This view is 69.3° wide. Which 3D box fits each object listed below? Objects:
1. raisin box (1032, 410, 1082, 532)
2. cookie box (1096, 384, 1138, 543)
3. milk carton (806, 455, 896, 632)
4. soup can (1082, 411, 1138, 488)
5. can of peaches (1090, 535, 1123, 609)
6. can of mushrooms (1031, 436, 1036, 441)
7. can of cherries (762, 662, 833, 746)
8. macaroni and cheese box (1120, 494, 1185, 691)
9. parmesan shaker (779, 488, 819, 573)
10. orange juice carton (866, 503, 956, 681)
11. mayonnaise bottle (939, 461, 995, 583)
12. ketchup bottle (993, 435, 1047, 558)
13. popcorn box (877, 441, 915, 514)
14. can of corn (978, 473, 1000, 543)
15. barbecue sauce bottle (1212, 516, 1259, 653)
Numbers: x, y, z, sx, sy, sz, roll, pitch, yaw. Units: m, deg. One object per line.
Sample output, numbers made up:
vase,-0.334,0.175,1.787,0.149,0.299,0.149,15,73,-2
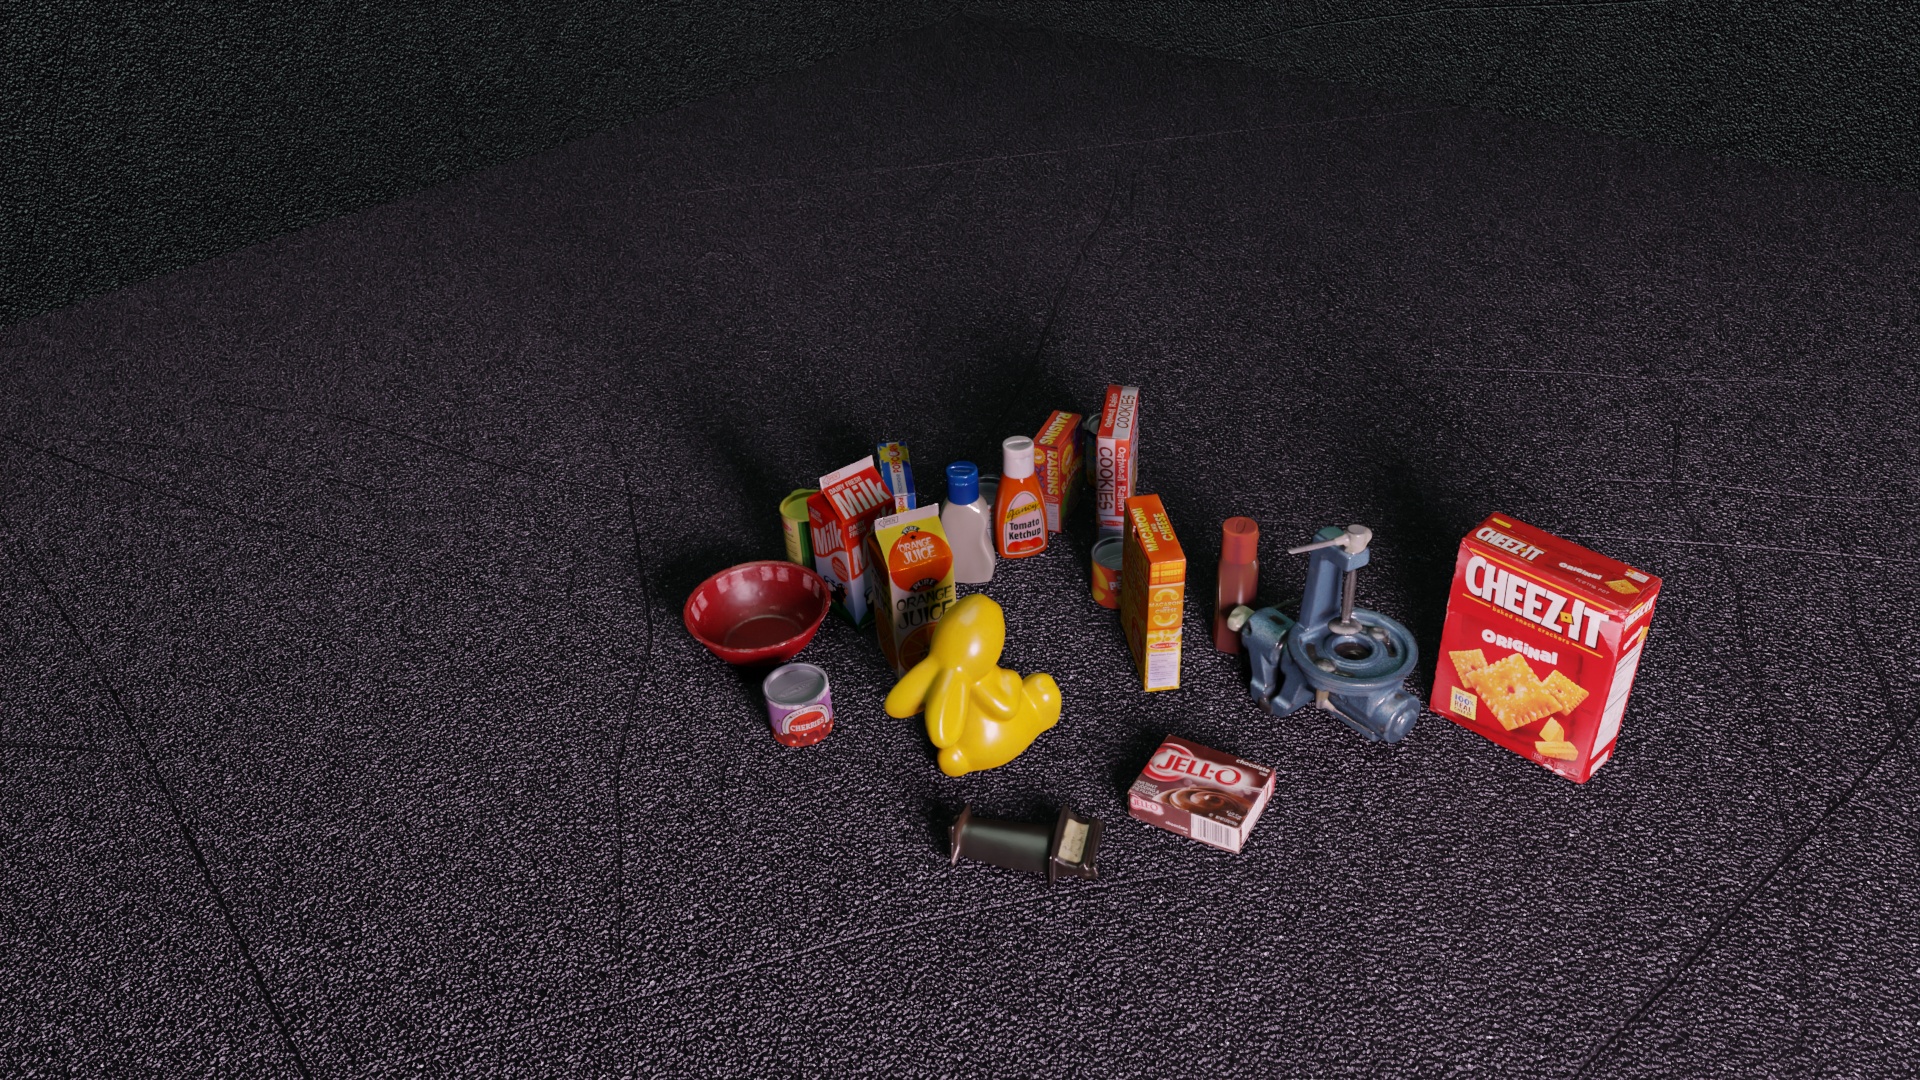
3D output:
raisin box,0.119,-0.084,1.697,0.040,0.122,0.086,11,37,21
cookie box,0.185,-0.082,1.649,0.040,0.166,0.123,4,35,10
milk carton,-0.116,-0.002,1.539,0.072,0.189,0.073,-28,41,-31
soup can,0.190,-0.113,1.767,0.071,0.083,0.072,-2,34,2
can of peaches,0.182,0.038,1.571,0.071,0.057,0.071,-2,35,2
can of mushrooms,0.118,-0.110,1.813,0.071,0.033,0.071,-2,35,2
can of cherries,-0.164,0.169,1.412,0.071,0.058,0.072,-2,35,2
macaroni and cheese box,0.199,0.055,1.450,0.040,0.165,0.124,-6,35,-4
parmesan shaker,-0.172,0.000,1.618,0.071,0.102,0.072,-2,34,2
orange juice carton,-0.050,0.049,1.458,0.072,0.191,0.073,-15,36,-17
mayonnaise bottle,0.006,-0.020,1.592,0.065,0.147,0.041,2,35,9
ketchup bottle,0.069,-0.051,1.631,0.065,0.148,0.044,-11,35,-10
popcorn box,-0.077,-0.054,1.703,0.038,0.084,0.127,-7,35,-4
can of corn,0.033,-0.038,1.695,0.071,0.058,0.071,-2,35,2
barbecue sauce bottle,0.293,0.045,1.471,0.044,0.147,0.065,7,36,16
